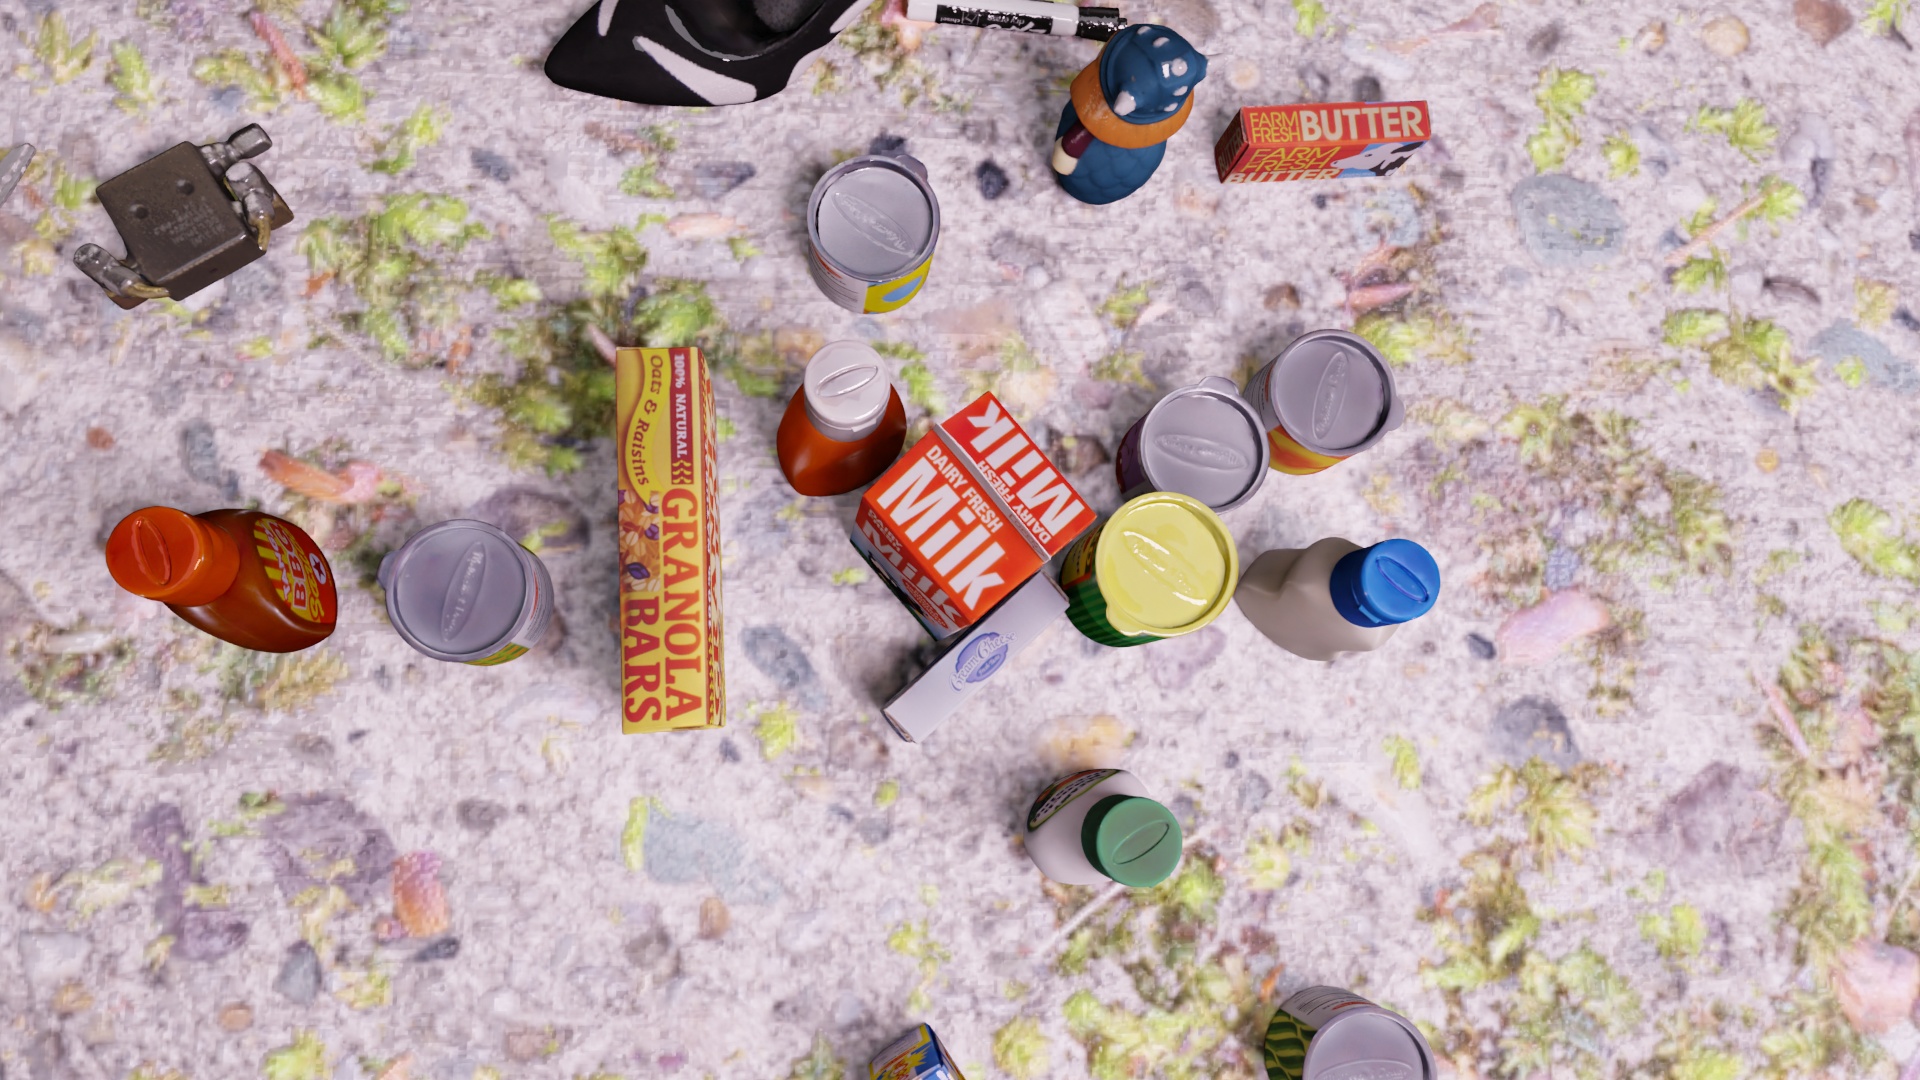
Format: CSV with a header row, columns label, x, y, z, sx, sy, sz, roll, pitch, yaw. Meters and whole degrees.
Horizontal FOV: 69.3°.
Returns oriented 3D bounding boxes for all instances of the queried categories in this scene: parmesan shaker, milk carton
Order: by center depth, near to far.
label,x,y,z,sx,sy,sz,roll,pitch,yaw
milk carton,0.002,-0.008,0.627,0.073,0.190,0.072,-40,88,-10
parmesan shaker,0.086,0.019,0.677,0.071,0.103,0.071,1,82,-6

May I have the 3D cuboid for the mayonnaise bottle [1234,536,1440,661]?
label,x,y,z,sx,sy,sz,roll,pitch,yaw
mayonnaise bottle,0.181,0.026,0.664,0.065,0.148,0.041,39,80,0

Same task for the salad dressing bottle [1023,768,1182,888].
label,x,y,z,sx,sy,sz,roll,pitch,yaw
salad dressing bottle,0.066,0.132,0.635,0.064,0.147,0.044,-31,87,-10

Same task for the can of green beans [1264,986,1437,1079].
label,x,y,z,sx,sy,sz,roll,pitch,yaw
can of green beans,0.188,0.256,0.676,0.071,0.057,0.071,1,82,-6

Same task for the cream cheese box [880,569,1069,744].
label,x,y,z,sx,sy,sz,roll,pitch,yaw
cream cheese box,0.006,0.059,0.687,0.104,0.053,0.024,-41,88,-10

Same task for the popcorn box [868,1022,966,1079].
label,x,y,z,sx,sy,sz,roll,pitch,yaw
popcorn box,0.008,0.292,0.636,0.038,0.085,0.126,-34,87,-10

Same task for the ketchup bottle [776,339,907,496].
label,x,y,z,sx,sy,sz,roll,pitch,yaw
ketchup bottle,-0.054,-0.056,0.649,0.065,0.148,0.043,-24,86,-9

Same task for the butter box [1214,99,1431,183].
label,x,y,z,sx,sy,sz,roll,pitch,yaw
butter box,0.194,-0.215,0.749,0.103,0.053,0.024,-4,83,-7

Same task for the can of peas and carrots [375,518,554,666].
label,x,y,z,sx,sy,sz,roll,pitch,yaw
can of peas and carrots,-0.234,0.026,0.661,0.071,0.058,0.071,1,82,-6

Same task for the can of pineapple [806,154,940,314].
label,x,y,z,sx,sy,sz,roll,pitch,yaw
can of pineapple,-0.044,-0.156,0.711,0.071,0.057,0.071,1,82,-6

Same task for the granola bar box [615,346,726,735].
label,x,y,z,sx,sy,sz,roll,pitch,yaw
granola bar box,-0.132,0.006,0.643,0.039,0.124,0.165,-2,82,-7

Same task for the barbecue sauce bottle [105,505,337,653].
label,x,y,z,sx,sy,sz,roll,pitch,yaw
barbecue sauce bottle,-0.320,0.014,0.608,0.044,0.148,0.065,-21,85,-9

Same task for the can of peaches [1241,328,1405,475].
label,x,y,z,sx,sy,sz,roll,pitch,yaw
can of peaches,0.187,-0.070,0.725,0.071,0.058,0.071,1,82,-6

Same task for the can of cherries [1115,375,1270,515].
label,x,y,z,sx,sy,sz,roll,pitch,yaw
can of cherries,0.119,-0.044,0.713,0.071,0.058,0.071,1,82,-6
